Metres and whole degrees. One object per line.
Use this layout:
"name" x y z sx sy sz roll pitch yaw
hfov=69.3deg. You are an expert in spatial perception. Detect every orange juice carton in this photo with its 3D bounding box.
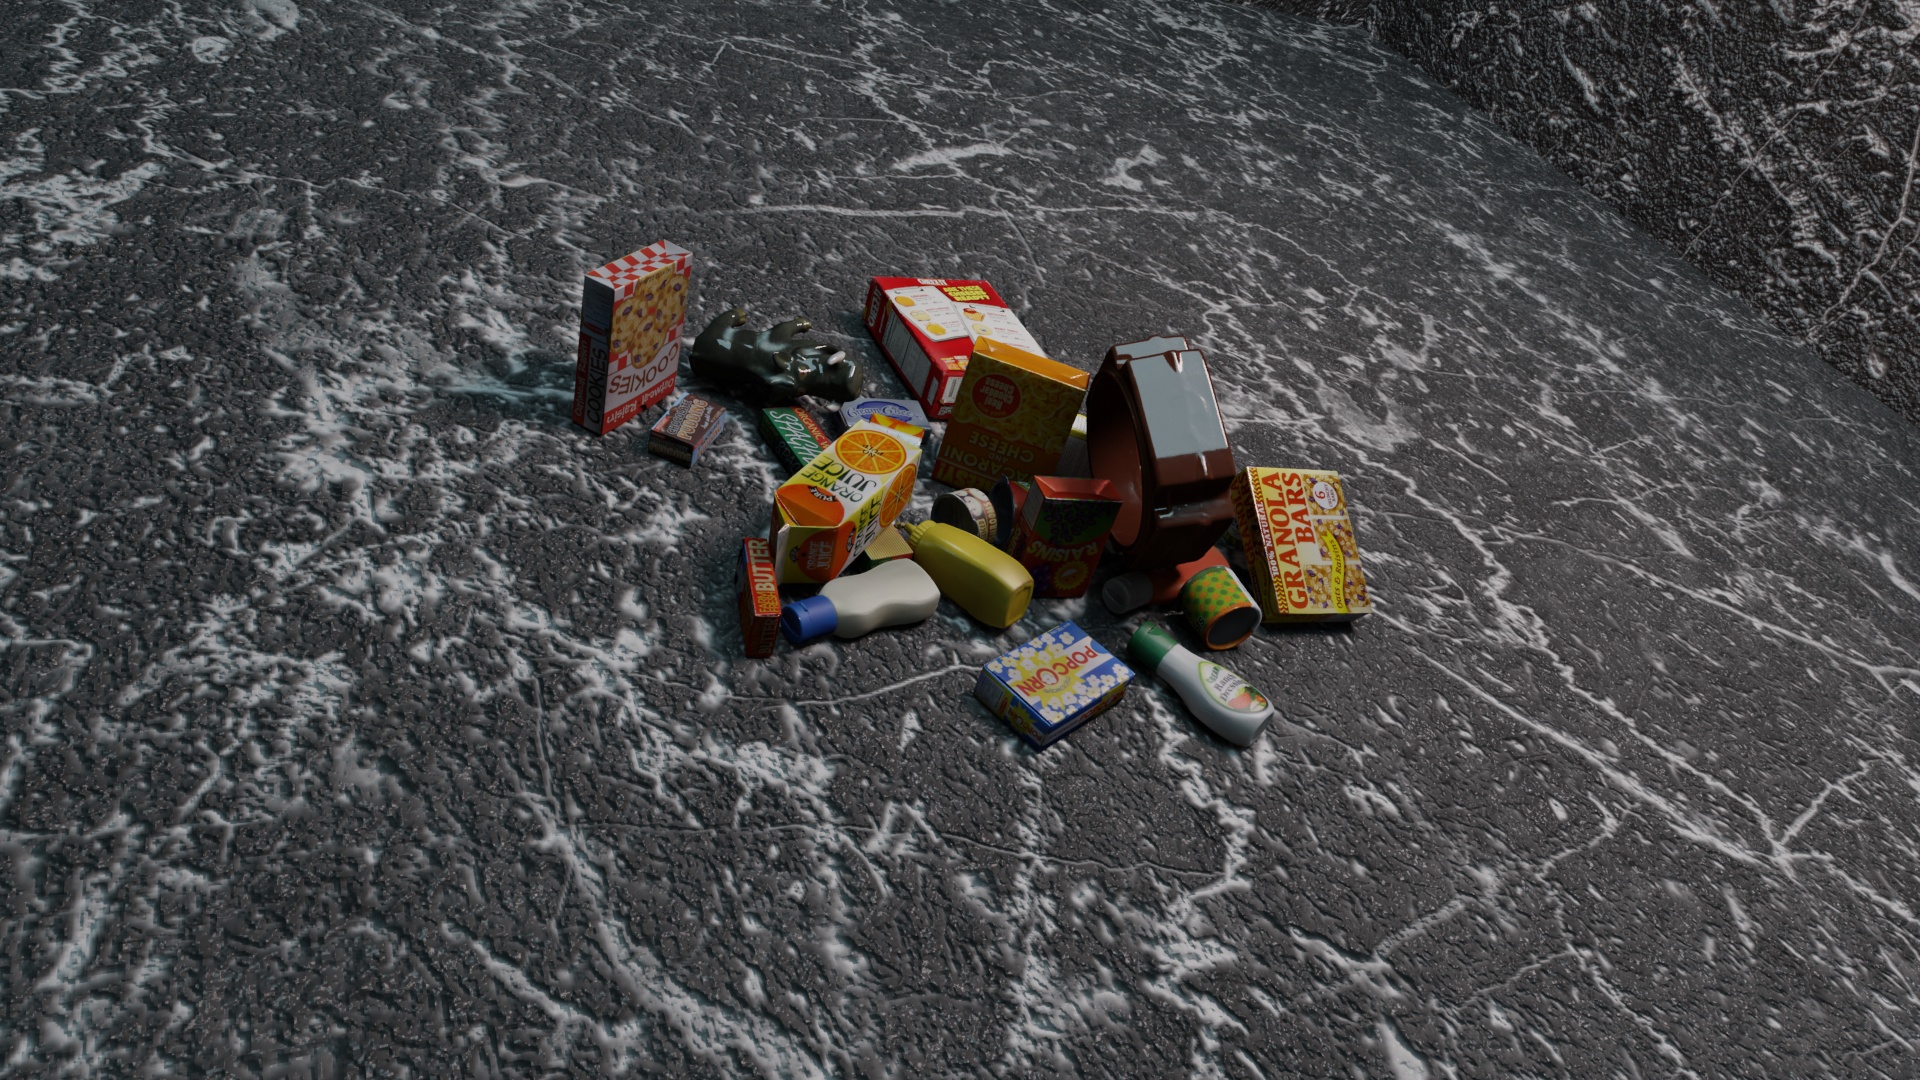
"orange juice carton" -0.118 -0.029 1.294 0.073 0.071 0.194 27 42 15

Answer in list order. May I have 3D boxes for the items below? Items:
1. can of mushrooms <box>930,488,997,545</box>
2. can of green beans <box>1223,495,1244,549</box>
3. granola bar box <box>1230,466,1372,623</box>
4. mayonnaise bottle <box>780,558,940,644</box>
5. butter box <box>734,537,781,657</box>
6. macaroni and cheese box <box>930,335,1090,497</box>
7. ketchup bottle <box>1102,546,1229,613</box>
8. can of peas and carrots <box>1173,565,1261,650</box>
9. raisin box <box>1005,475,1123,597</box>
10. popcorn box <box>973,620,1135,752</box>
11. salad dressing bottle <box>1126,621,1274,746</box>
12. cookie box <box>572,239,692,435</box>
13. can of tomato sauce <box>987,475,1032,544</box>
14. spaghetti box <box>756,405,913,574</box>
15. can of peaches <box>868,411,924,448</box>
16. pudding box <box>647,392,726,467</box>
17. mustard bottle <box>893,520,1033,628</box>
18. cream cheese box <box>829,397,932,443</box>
"can of mushrooms" 0.005 -0.017 1.385 0.033 0.070 0.071 -14 48 -40
"can of green beans" 0.330 -0.029 1.563 0.071 0.057 0.071 13 36 -10
"granola bar box" 0.364 0.006 1.491 0.124 0.039 0.166 1 68 -25
"mayonnaise bottle" -0.093 0.058 1.264 0.148 0.041 0.065 -16 47 -37
"butter box" -0.179 0.049 1.223 0.024 0.052 0.104 3 39 -19
"macaroni and cheese box" 0.050 -0.118 1.453 0.124 0.165 0.040 19 36 -1
"ketchup bottle" 0.209 0.039 1.430 0.149 0.043 0.065 -17 46 -39
"can of peas and carrots" 0.258 0.069 1.397 0.071 0.070 0.059 -2 42 -28
"raisin box" 0.097 -0.002 1.362 0.086 0.122 0.040 2 38 -24
"popcorn box" 0.085 0.130 1.257 0.085 0.038 0.127 39 40 26
"salad dressing bottle" 0.225 0.133 1.314 0.148 0.043 0.064 37 40 22
"cookie box" -0.327 -0.202 1.384 0.040 0.166 0.123 27 36 14
"can of tomato sauce" 0.077 -0.029 1.434 0.083 0.070 0.071 2 39 -24
"spaghetti box" -0.131 -0.054 1.401 0.050 0.028 0.251 -9 45 -34
"can of peaches" -0.074 -0.095 1.452 0.058 0.071 0.071 17 36 -4
"pudding box" -0.277 -0.113 1.407 0.050 0.030 0.084 21 36 3
"mustard bottle" -0.003 0.020 1.338 0.160 0.065 0.049 35 36 27
"cream cheese box" -0.087 -0.132 1.527 0.104 0.024 0.053 0 40 -26
